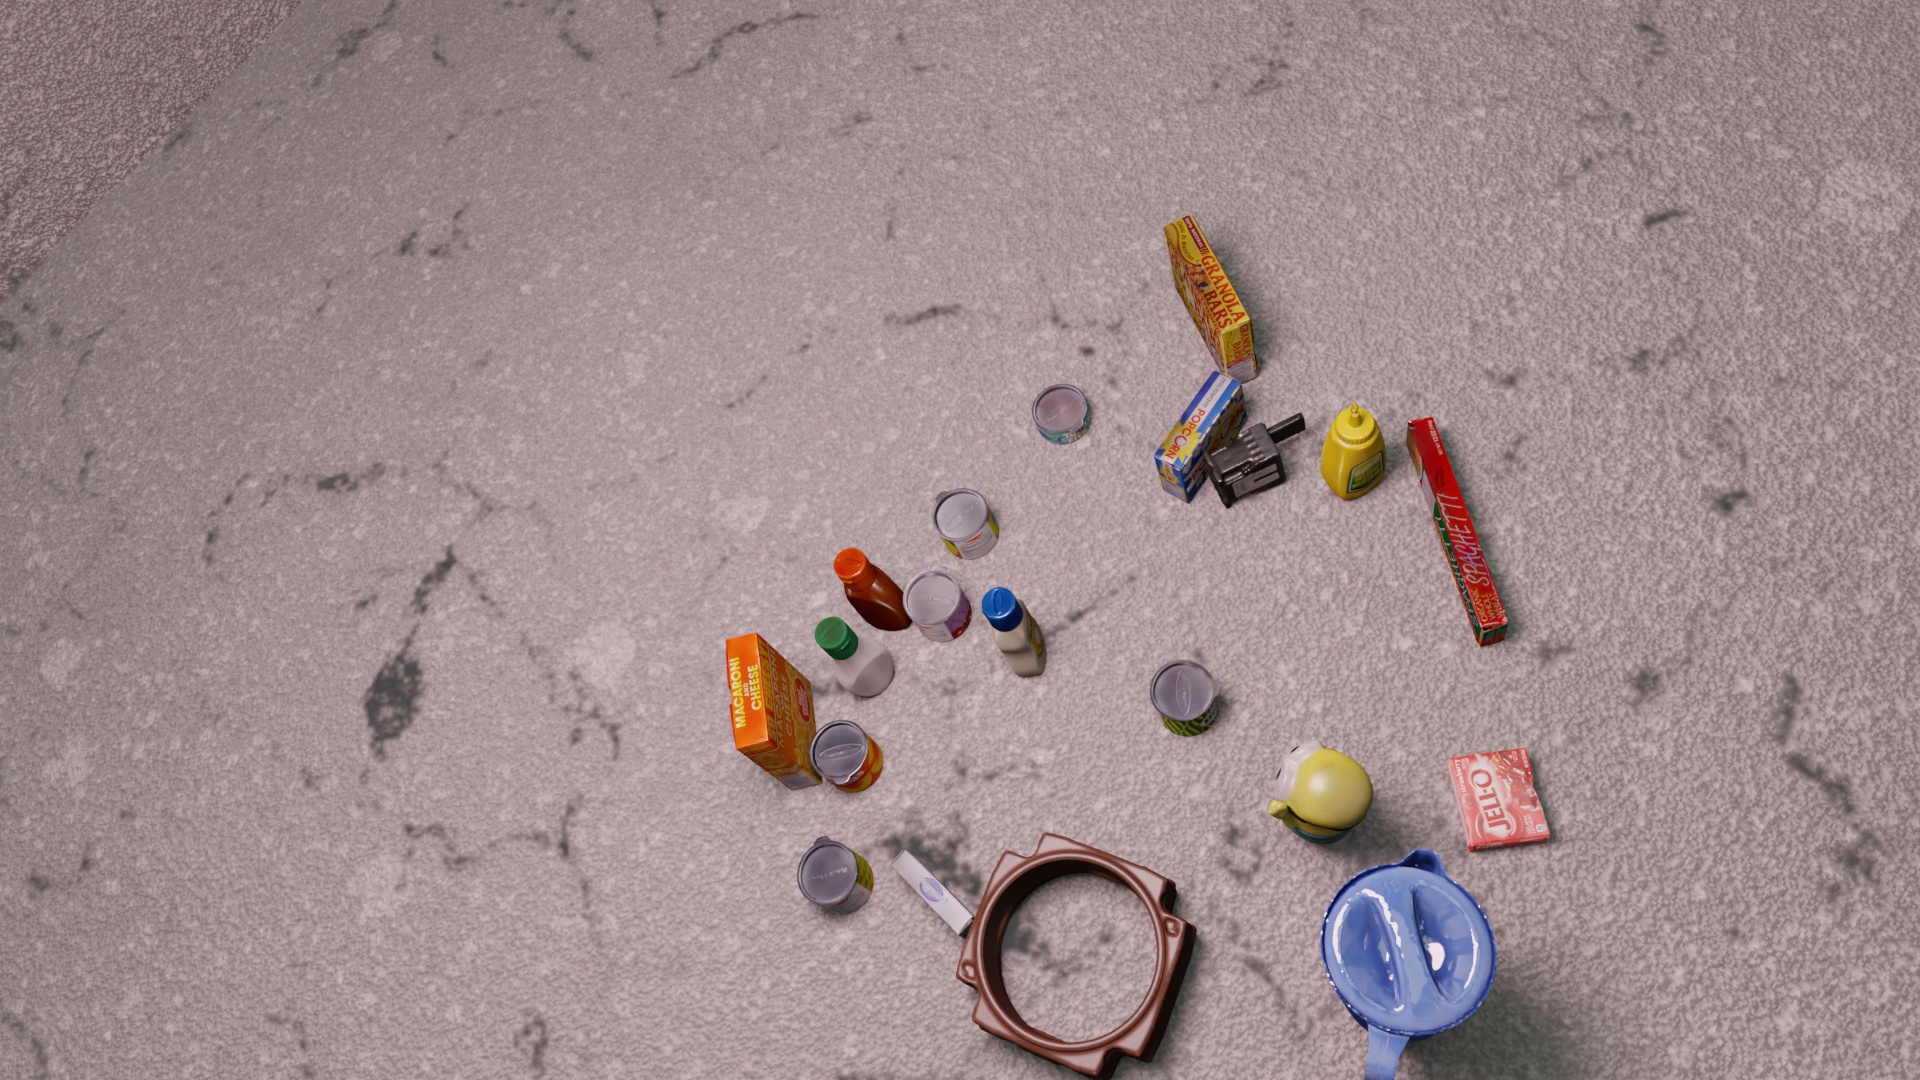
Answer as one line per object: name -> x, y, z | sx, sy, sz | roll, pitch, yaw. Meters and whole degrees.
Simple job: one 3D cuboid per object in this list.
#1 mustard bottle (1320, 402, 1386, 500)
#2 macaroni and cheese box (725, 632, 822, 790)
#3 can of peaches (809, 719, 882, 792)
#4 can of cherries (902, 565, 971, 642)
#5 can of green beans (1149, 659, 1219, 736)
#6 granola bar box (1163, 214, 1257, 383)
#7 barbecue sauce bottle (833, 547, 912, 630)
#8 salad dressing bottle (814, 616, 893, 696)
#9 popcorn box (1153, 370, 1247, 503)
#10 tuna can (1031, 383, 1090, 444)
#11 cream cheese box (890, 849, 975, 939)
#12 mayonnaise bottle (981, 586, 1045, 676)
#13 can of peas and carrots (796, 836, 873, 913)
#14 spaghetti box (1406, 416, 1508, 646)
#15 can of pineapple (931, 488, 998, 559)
mustard bottle -> 0.413, -0.099, 1.457 | 0.065, 0.159, 0.049 | -33, 61, -1
macaroni and cheese box -> -0.199, 0.186, 1.488 | 0.040, 0.166, 0.124 | -15, 62, 9
can of peaches -> -0.123, 0.236, 1.504 | 0.071, 0.058, 0.071 | -6, 64, 13
can of cherries -> -0.024, 0.071, 1.555 | 0.071, 0.058, 0.072 | -6, 64, 13
can of green beans -> 0.233, 0.164, 1.439 | 0.071, 0.057, 0.071 | -6, 64, 13
granola bar box -> 0.289, -0.274, 1.596 | 0.039, 0.124, 0.166 | -23, 61, 4
barbecue sauce bottle -> -0.100, 0.054, 1.533 | 0.065, 0.148, 0.044 | 9, 69, 20
salad dressing bottle -> -0.116, 0.124, 1.504 | 0.044, 0.147, 0.064 | 38, 80, 27
popcorn box -> 0.269, -0.115, 1.547 | 0.038, 0.085, 0.127 | 30, 76, 26
tuna can -> 0.121, -0.147, 1.634 | 0.071, 0.032, 0.071 | -6, 64, 13
cream cheese box -> -0.023, 0.363, 1.418 | 0.104, 0.053, 0.024 | 40, 81, 27
mayonnaise bottle -> 0.057, 0.093, 1.471 | 0.041, 0.147, 0.065 | -9, 64, 12
can of peas and carrots -> -0.131, 0.350, 1.451 | 0.071, 0.058, 0.071 | -6, 64, 13
spaghetti box -> 0.516, -0.012, 1.449 | 0.028, 0.050, 0.251 | -15, 62, 9
can of pineapple -> 0.006, -0.020, 1.591 | 0.071, 0.057, 0.071 | -6, 64, 13
